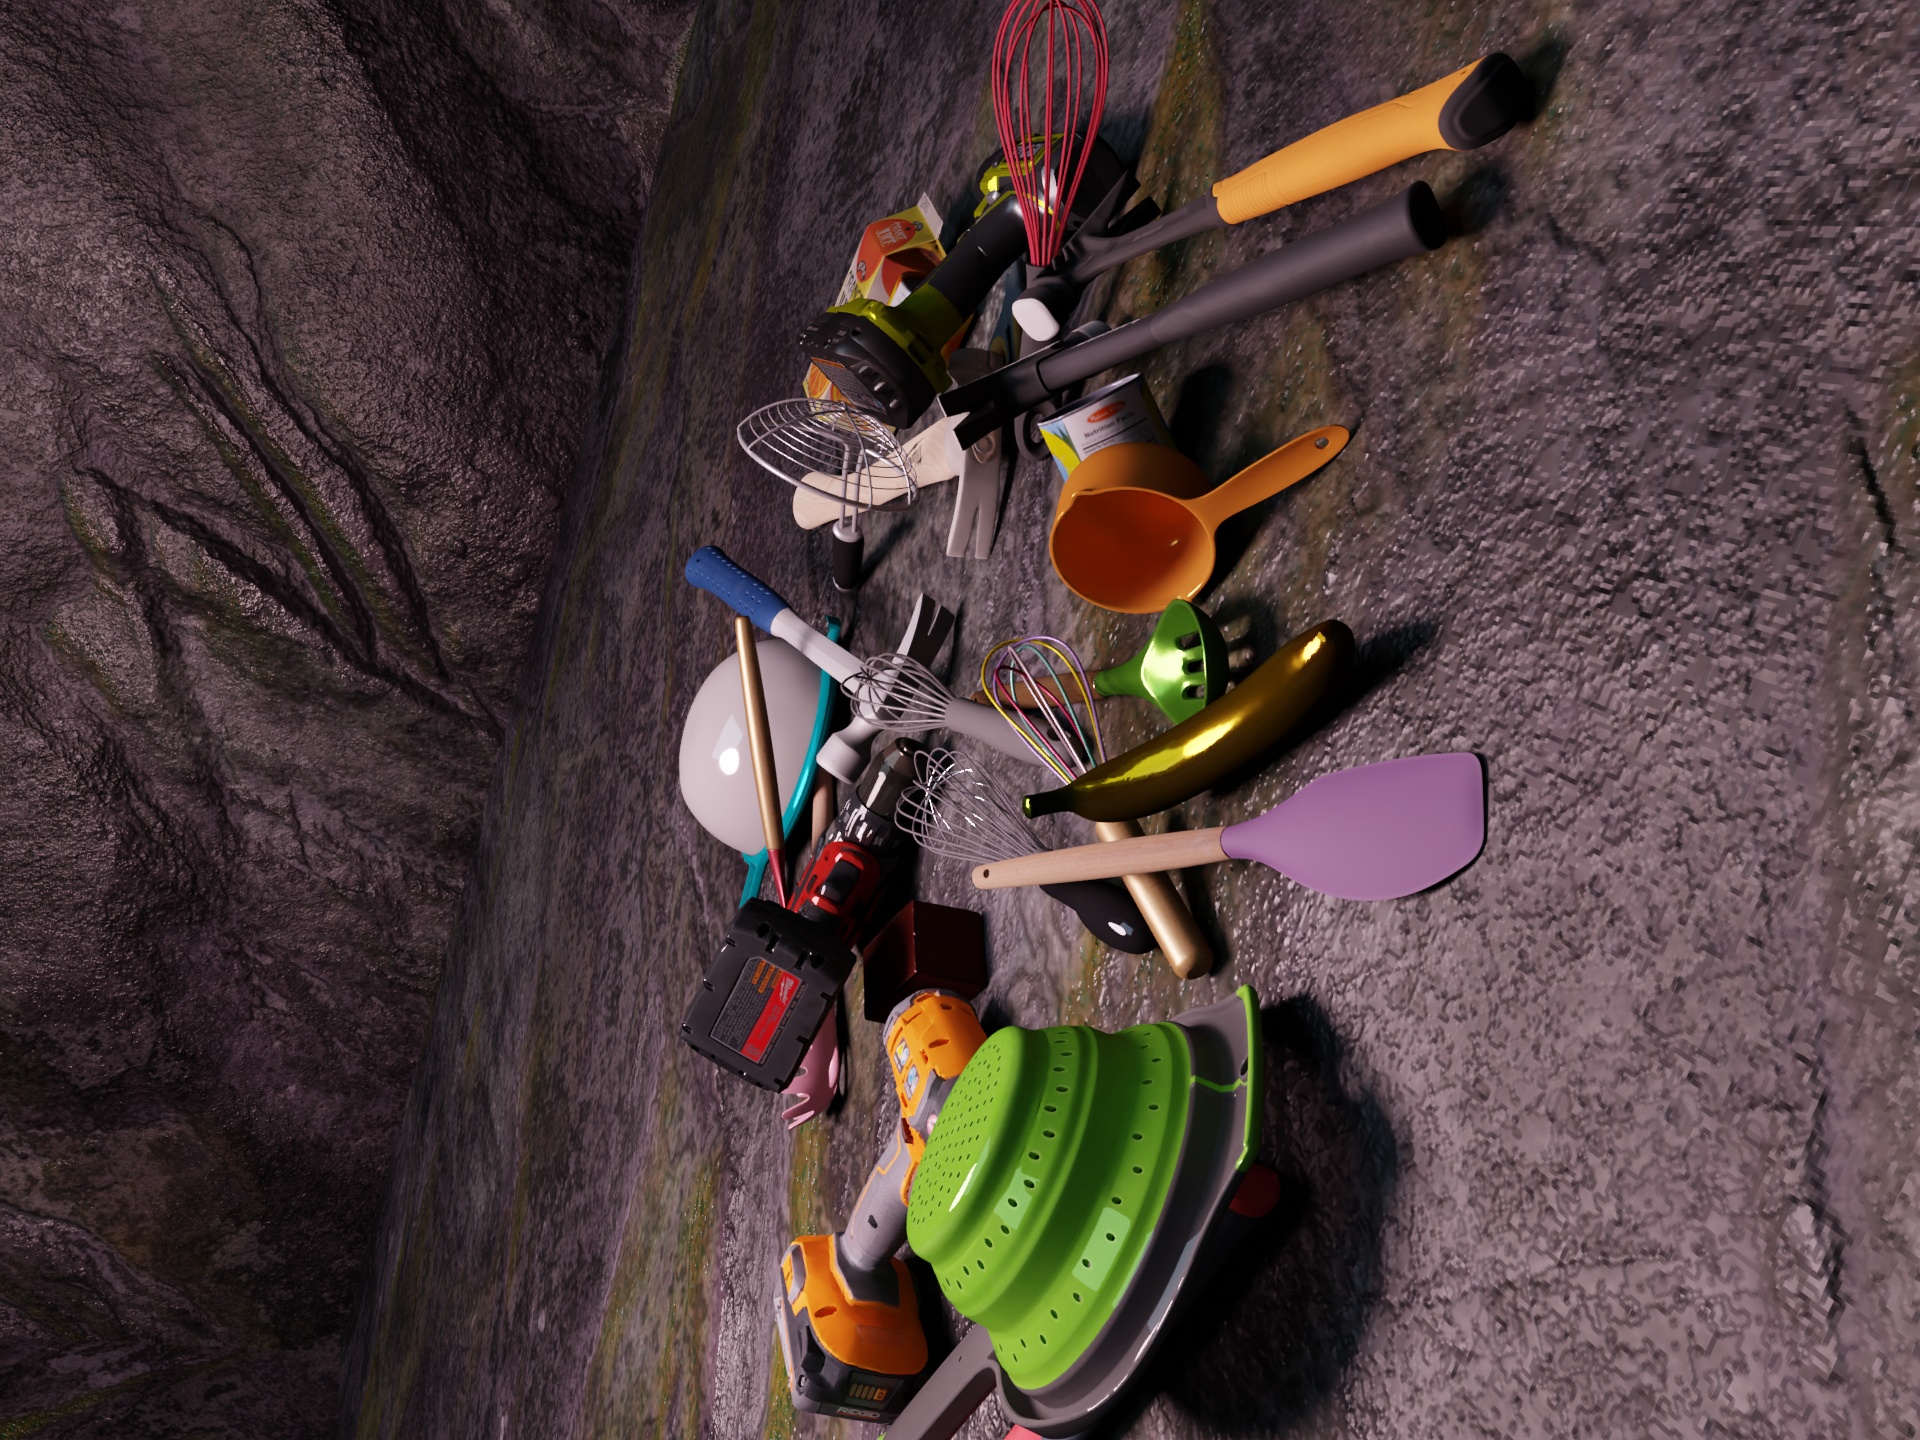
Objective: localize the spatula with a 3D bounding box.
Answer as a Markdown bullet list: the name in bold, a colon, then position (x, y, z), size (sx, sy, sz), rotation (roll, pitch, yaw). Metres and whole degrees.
- **spatula**: position (0.109, 0.063, 0.753), size (0.316, 0.018, 0.060), rotation (-14, 67, 50)

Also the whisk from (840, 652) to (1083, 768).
- **whisk**: position (-0.003, -0.004, 1.022), size (0.239, 0.055, 0.055), rotation (19, 96, 52)

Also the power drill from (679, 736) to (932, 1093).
- **power drill**: position (-0.090, 0.121, 1.071), size (0.187, 0.080, 0.227), rotation (-62, -2, 25)

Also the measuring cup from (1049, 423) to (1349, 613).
- **measuring cup**: position (0.125, -0.122, 0.826), size (0.173, 0.095, 0.052), rotation (-28, 34, 34)

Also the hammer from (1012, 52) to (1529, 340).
- **hammer**: position (0.157, -0.281, 0.836), size (0.127, 0.034, 0.337), rotation (-52, 24, -20)

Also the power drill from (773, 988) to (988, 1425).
- **power drill**: position (-0.031, 0.290, 0.924), size (0.226, 0.084, 0.164), rotation (-68, 20, 12)

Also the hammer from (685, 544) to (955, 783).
- **hammer**: position (-0.136, -0.081, 1.288), size (0.144, 0.035, 0.406), rotation (-55, 34, 0)

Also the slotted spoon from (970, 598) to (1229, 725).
- **slotted spoon**: position (0.073, -0.022, 0.930), size (0.314, 0.031, 0.070), rotation (172, 92, -67)

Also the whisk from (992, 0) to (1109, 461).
- **whisk**: position (0.053, -0.307, 1.002), size (0.073, 0.073, 0.295), rotation (-125, 32, -59)

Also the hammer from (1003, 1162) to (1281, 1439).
- **hammer**: position (0.051, 0.356, 0.771), size (0.386, 0.038, 0.143), rotation (-62, 29, 30)

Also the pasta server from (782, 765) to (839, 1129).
- **pasta server**: position (-0.114, 0.160, 1.233), size (0.060, 0.040, 0.317), rotation (79, -174, -54)

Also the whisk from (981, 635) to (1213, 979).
- **whisk**: position (0.069, 0.040, 0.850), size (0.051, 0.047, 0.245), rotation (-61, 40, 34)

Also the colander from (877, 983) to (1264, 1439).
- **colander**: position (0.002, 0.266, 0.768), size (0.397, 0.094, 0.205), rotation (-59, 8, 32)

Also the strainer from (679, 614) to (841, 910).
- **strainer**: position (-0.199, 0.073, 1.350), size (0.211, 0.095, 0.341), rotation (-35, 40, 60)

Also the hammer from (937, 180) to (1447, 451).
- **hammer**: position (0.118, -0.214, 0.846), size (0.335, 0.146, 0.035), rotation (-6, 113, 57)

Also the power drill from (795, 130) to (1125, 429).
- **power drill**: position (-0.004, -0.313, 1.102), size (0.223, 0.080, 0.171), rotation (-47, 27, -3)

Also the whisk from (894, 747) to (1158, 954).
- **whisk**: position (0.036, 0.078, 0.932), size (0.285, 0.070, 0.070), rotation (30, 106, 60)

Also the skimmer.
- **skimmer**: position (-0.096, -0.139, 1.177), size (0.363, 0.127, 0.090), rotation (108, -173, -75)

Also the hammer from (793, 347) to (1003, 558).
- **hammer**: position (-0.064, -0.186, 1.294), size (0.411, 0.038, 0.146), rotation (179, 94, -67)

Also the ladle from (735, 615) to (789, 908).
- **ladle**: position (-0.149, 0.074, 1.247), size (0.069, 0.031, 0.315), rotation (-144, 46, -77)
